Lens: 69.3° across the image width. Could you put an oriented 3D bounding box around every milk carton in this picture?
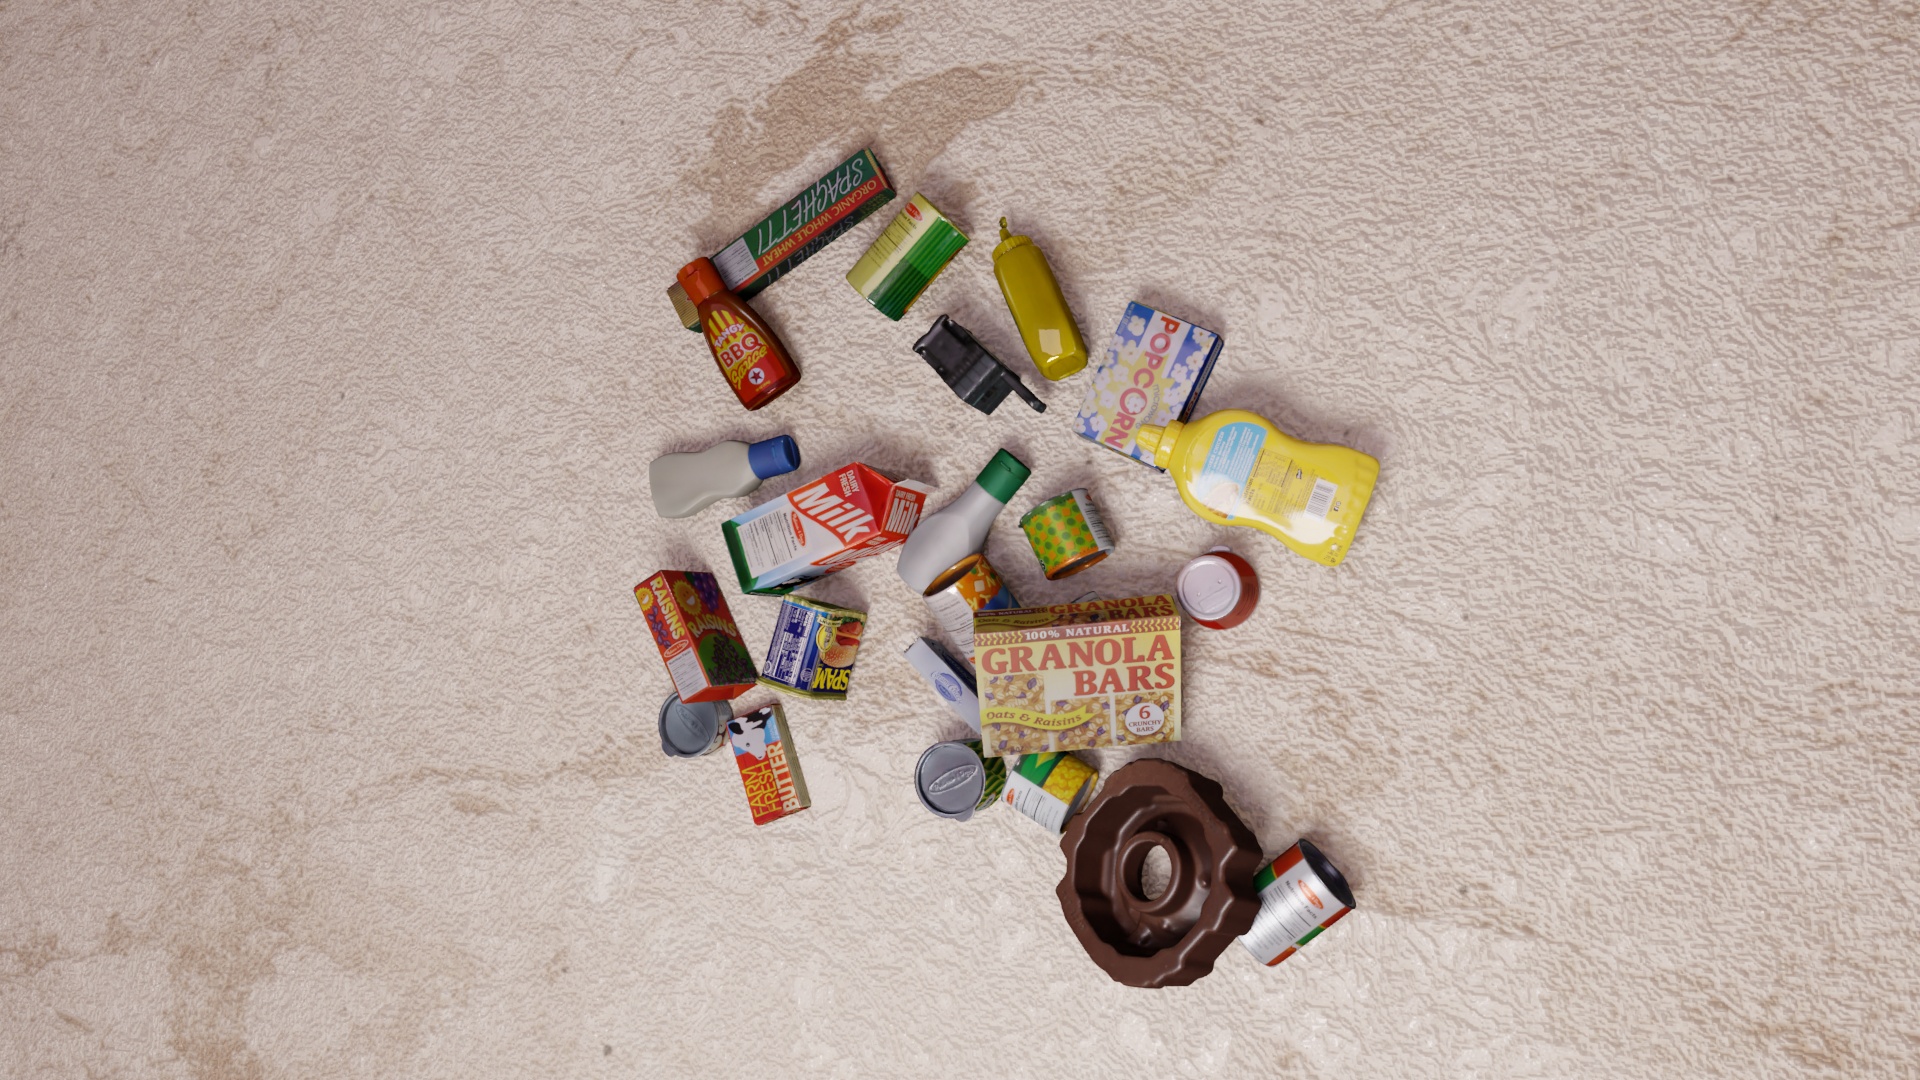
[{"bbox_3d":[-0.115,-0.016,1.278,0.190,0.072,0.073,-23,77,18],"label":"milk carton"}]

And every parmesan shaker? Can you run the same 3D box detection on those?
[{"bbox_3d":[-0.050,-0.262,1.283,0.103,0.071,0.071,-47,71,11],"label":"parmesan shaker"}]

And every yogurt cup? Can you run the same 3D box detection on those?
[{"bbox_3d":[0.212,0.041,1.157,0.072,0.054,0.072,-2,85,21],"label":"yogurt cup"}]

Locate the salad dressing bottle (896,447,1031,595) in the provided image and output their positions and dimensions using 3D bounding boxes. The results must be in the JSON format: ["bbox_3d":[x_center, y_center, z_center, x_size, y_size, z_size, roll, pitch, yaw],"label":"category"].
[{"bbox_3d":[0.004,-0.016,1.248,0.064,0.044,0.147,42,98,14],"label":"salad dressing bottle"}]

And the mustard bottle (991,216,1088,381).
[{"bbox_3d":[0.064,-0.220,1.238,0.049,0.065,0.160,-26,70,11],"label":"mustard bottle"}]

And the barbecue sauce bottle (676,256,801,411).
[{"bbox_3d":[-0.217,-0.201,1.331,0.065,0.044,0.148,-33,90,13],"label":"barbecue sauce bottle"}]

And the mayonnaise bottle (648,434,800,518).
[{"bbox_3d":[-0.228,-0.066,1.343,0.148,0.041,0.065,-14,81,18],"label":"mayonnaise bottle"}]

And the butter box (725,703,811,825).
[{"bbox_3d":[-0.181,0.210,1.304,0.053,0.024,0.103,-22,77,17],"label":"butter box"}]

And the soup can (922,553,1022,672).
[{"bbox_3d":[0.018,0.061,1.207,0.071,0.071,0.083,-32,102,15],"label":"soup can"}]

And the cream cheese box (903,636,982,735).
[{"bbox_3d":[-0.002,0.129,1.229,0.104,0.053,0.024,45,97,19],"label":"cream cheese box"}]

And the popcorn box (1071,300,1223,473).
[{"bbox_3d":[0.162,-0.133,1.202,0.085,0.038,0.126,26,94,20],"label":"popcorn box"}]

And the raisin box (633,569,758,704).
[{"bbox_3d":[-0.248,0.090,1.309,0.040,0.086,0.123,-32,75,20],"label":"raisin box"}]

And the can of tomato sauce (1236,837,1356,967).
[{"bbox_3d":[0.261,0.289,1.106,0.083,0.071,0.071,-43,72,15],"label":"can of tomato sauce"}]

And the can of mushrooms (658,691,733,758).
[{"bbox_3d":[-0.255,0.176,1.331,0.071,0.033,0.071,-2,84,20],"label":"can of mushrooms"}]

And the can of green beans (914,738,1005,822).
[{"bbox_3d":[0.000,0.208,1.218,0.071,0.058,0.071,-2,84,21],"label":"can of green beans"}]

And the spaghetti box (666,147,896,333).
[{"bbox_3d":[-0.175,-0.289,1.351,0.249,0.029,0.050,-31,75,15],"label":"spaghetti box"}]

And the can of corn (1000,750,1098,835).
[{"bbox_3d":[0.078,0.208,1.186,0.058,0.071,0.071,30,96,20],"label":"can of corn"}]

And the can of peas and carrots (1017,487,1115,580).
[{"bbox_3d":[0.090,-0.004,1.201,0.071,0.071,0.059,-29,76,16],"label":"can of peas and carrots"}]

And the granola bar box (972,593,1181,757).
[{"bbox_3d":[0.096,0.112,1.144,0.166,0.039,0.123,-5,117,0],"label":"granola bar box"}]

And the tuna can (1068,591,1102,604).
[{"bbox_3d":[0.098,0.078,1.190,0.071,0.071,0.033,-43,73,12],"label":"tuna can"}]
